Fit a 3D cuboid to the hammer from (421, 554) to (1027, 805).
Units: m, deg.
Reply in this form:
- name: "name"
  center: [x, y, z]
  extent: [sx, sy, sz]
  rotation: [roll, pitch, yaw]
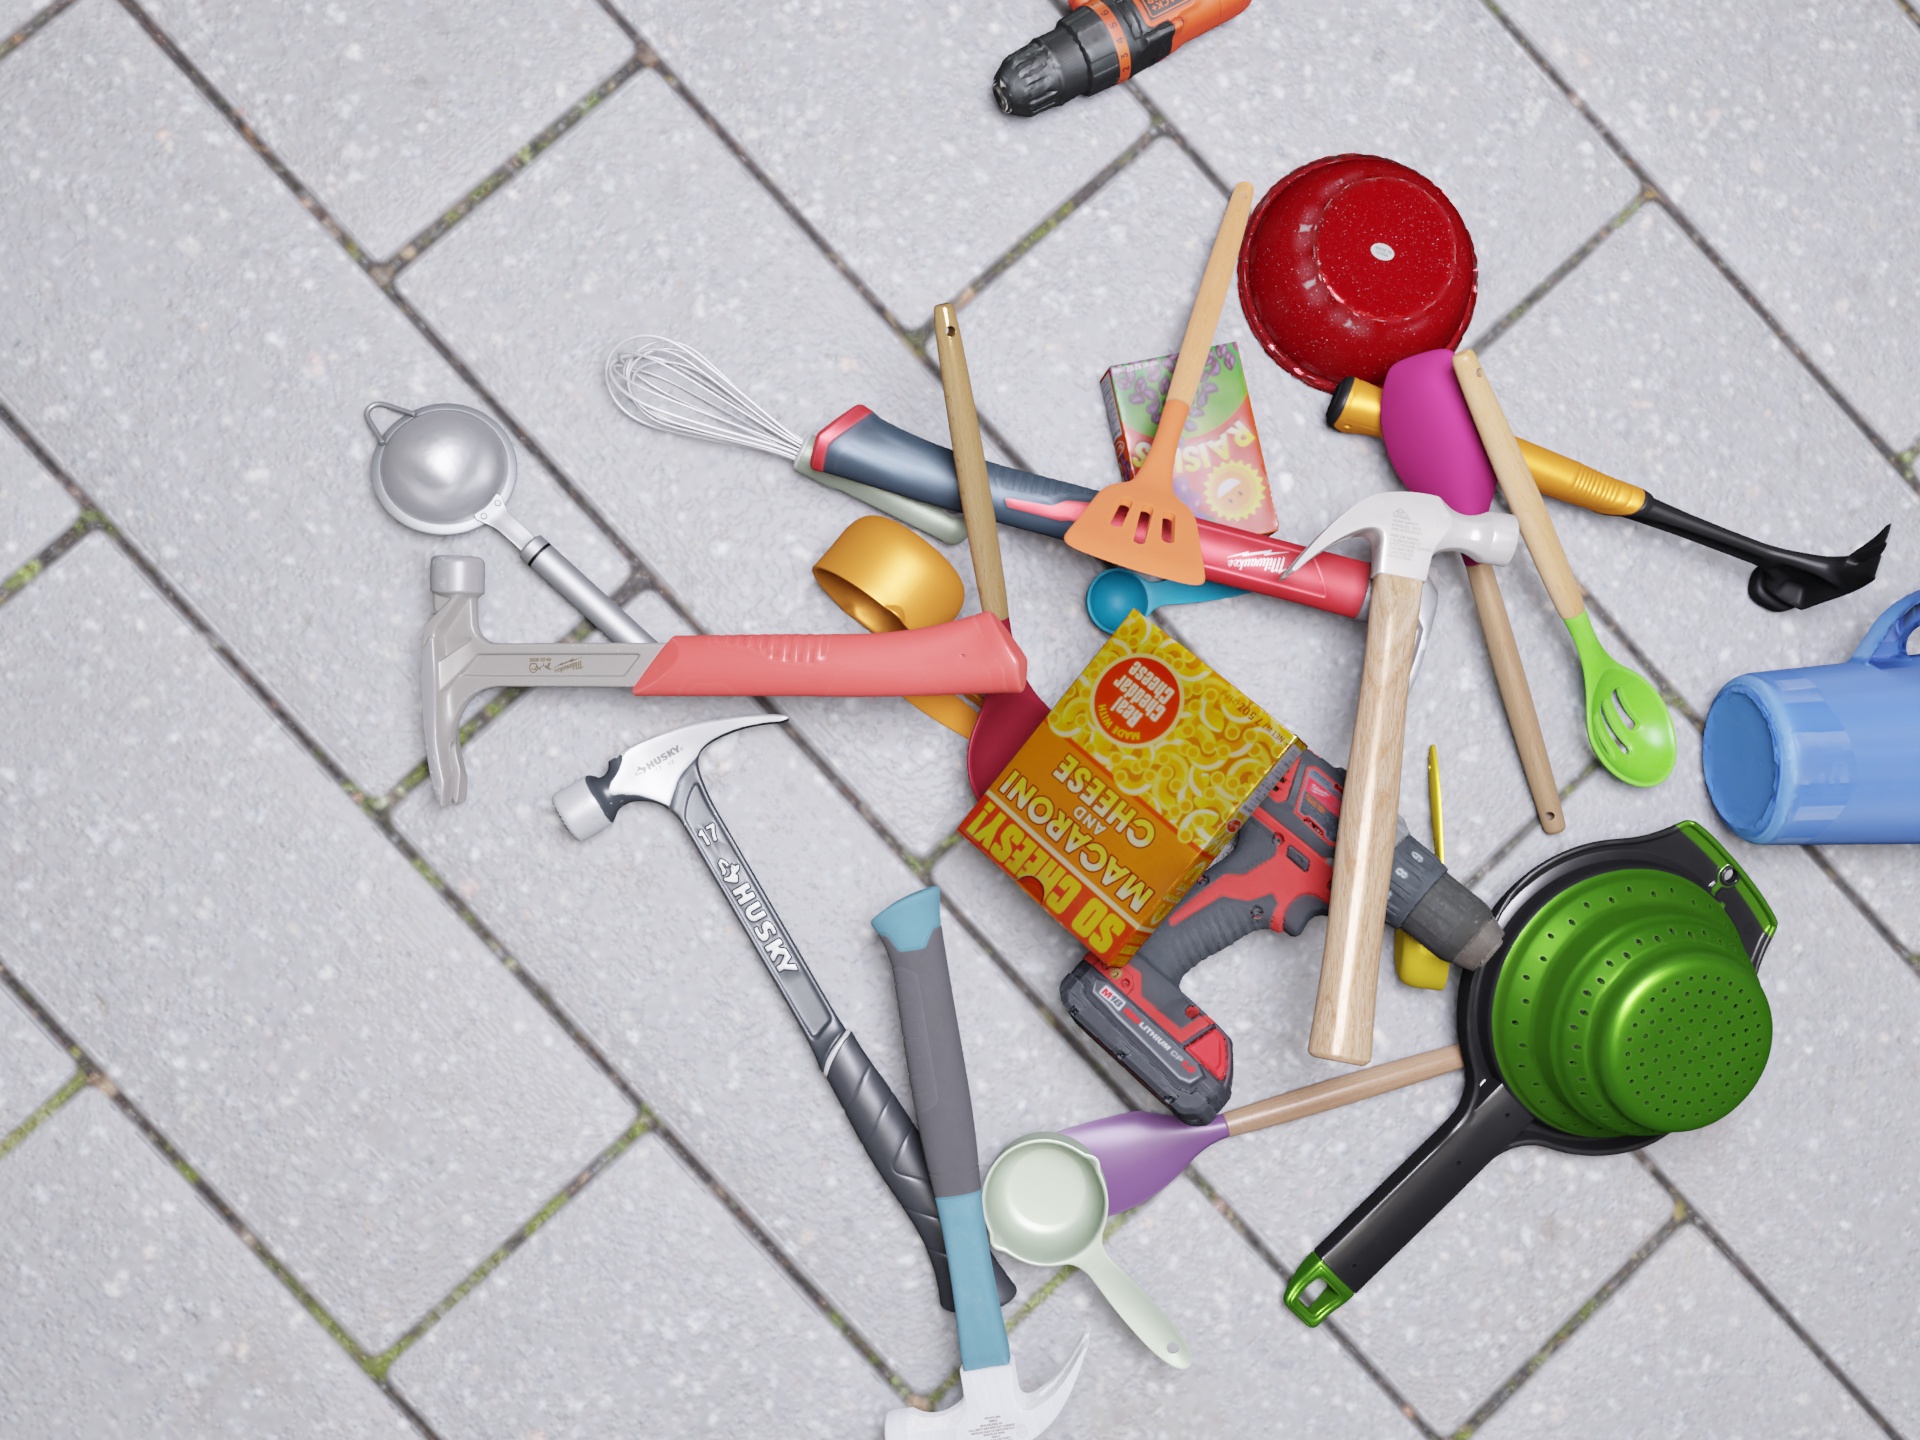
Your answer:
- name: "hammer"
  center: [-0.141, -0.022, 0.918]
  extent: [0.359, 0.036, 0.149]
  rotation: [1, 94, 11]

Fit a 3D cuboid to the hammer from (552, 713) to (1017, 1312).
- name: "hammer"
  center: [-0.082, 0.182, 0.973]
  extent: [0.149, 0.036, 0.409]
  rotation: [-31, 91, -6]

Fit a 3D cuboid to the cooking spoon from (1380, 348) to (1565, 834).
- name: "cooking spoon"
  center: [0.330, -0.075, 0.993]
  extent: [0.069, 0.017, 0.318]
  rotation: [-14, 103, 27]

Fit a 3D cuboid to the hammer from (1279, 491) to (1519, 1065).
- name: "hammer"
  center: [0.235, 0.029, 0.912]
  extent: [0.130, 0.031, 0.331]
  rotation: [10, 81, -1]

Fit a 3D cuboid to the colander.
- name: "colander"
  center: [0.357, 0.238, 0.962]
  extent: [0.397, 0.094, 0.204]
  rotation: [-44, 104, 0]

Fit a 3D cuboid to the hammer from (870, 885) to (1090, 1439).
- name: "hammer"
  center: [-0.005, 0.264, 0.936]
  extent: [0.128, 0.033, 0.331]
  rotation: [-10, 88, 6]

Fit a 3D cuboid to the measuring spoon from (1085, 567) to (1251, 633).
- name: "measuring spoon"
  center: [0.138, -0.082, 1.014]
  extent: [0.128, 0.021, 0.042]
  rotation: [-11, 91, -14]

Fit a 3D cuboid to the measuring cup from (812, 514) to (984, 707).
- name: "measuring cup"
  center: [-0.010, -0.059, 0.975]
  extent: [0.173, 0.095, 0.052]
  rotation: [39, 80, -20]

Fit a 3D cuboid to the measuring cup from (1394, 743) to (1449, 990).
- name: "measuring cup"
  center: [0.289, 0.091, 1.005]
  extent: [0.029, 0.062, 0.157]
  rotation: [0, 76, 7]

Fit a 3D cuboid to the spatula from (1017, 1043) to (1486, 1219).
- name: "spatula"
  center: [0.192, 0.250, 1.000]
  extent: [0.316, 0.018, 0.060]
  rotation: [-16, 88, -4]

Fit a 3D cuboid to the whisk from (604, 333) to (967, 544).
- name: "whisk"
  center: [-0.105, -0.169, 0.984]
  extent: [0.246, 0.058, 0.059]
  rotation: [26, 120, -6]

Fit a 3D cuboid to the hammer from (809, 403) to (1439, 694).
- name: "hammer"
  center: [0.096, -0.101, 0.959]
  extent: [0.386, 0.038, 0.143]
  rotation: [14, 89, -3]

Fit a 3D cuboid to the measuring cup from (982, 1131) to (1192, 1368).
- name: "measuring cup"
  center: [0.082, 0.322, 0.964]
  extent: [0.083, 0.038, 0.167]
  rotation: [-41, 88, 4]

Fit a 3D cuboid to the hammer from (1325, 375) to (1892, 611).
- name: "hammer"
  center: [0.393, -0.146, 0.994]
  extent: [0.337, 0.127, 0.034]
  rotation: [20, 84, 2]

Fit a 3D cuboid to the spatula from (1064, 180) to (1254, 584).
- name: "spatula"
  center: [0.138, -0.211, 0.950]
  extent: [0.081, 0.041, 0.323]
  rotation: [18, 64, 2]

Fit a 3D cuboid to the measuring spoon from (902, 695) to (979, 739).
- name: "measuring spoon"
  center: [-0.002, -0.003, 0.998]
  extent: [0.117, 0.011, 0.021]
  rotation: [34, 85, -2]

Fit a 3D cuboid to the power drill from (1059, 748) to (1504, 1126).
- name: "power drill"
  center: [0.191, 0.138, 0.953]
  extent: [0.188, 0.080, 0.227]
  rotation: [41, 82, 19]

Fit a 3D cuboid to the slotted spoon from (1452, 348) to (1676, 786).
- name: "slotted spoon"
  center: [0.369, -0.089, 0.979]
  extent: [0.070, 0.031, 0.313]
  rotation: [-41, 112, -24]

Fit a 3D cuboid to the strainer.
- name: "strainer"
  center: [-0.264, -0.111, 0.969]
  extent: [0.258, 0.050, 0.087]
  rotation: [43, 73, -5]

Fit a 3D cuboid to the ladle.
- name: "ladle"
  center: [0.016, -0.084, 0.931]
  extent: [0.069, 0.031, 0.315]
  rotation: [-16, 110, -16]
